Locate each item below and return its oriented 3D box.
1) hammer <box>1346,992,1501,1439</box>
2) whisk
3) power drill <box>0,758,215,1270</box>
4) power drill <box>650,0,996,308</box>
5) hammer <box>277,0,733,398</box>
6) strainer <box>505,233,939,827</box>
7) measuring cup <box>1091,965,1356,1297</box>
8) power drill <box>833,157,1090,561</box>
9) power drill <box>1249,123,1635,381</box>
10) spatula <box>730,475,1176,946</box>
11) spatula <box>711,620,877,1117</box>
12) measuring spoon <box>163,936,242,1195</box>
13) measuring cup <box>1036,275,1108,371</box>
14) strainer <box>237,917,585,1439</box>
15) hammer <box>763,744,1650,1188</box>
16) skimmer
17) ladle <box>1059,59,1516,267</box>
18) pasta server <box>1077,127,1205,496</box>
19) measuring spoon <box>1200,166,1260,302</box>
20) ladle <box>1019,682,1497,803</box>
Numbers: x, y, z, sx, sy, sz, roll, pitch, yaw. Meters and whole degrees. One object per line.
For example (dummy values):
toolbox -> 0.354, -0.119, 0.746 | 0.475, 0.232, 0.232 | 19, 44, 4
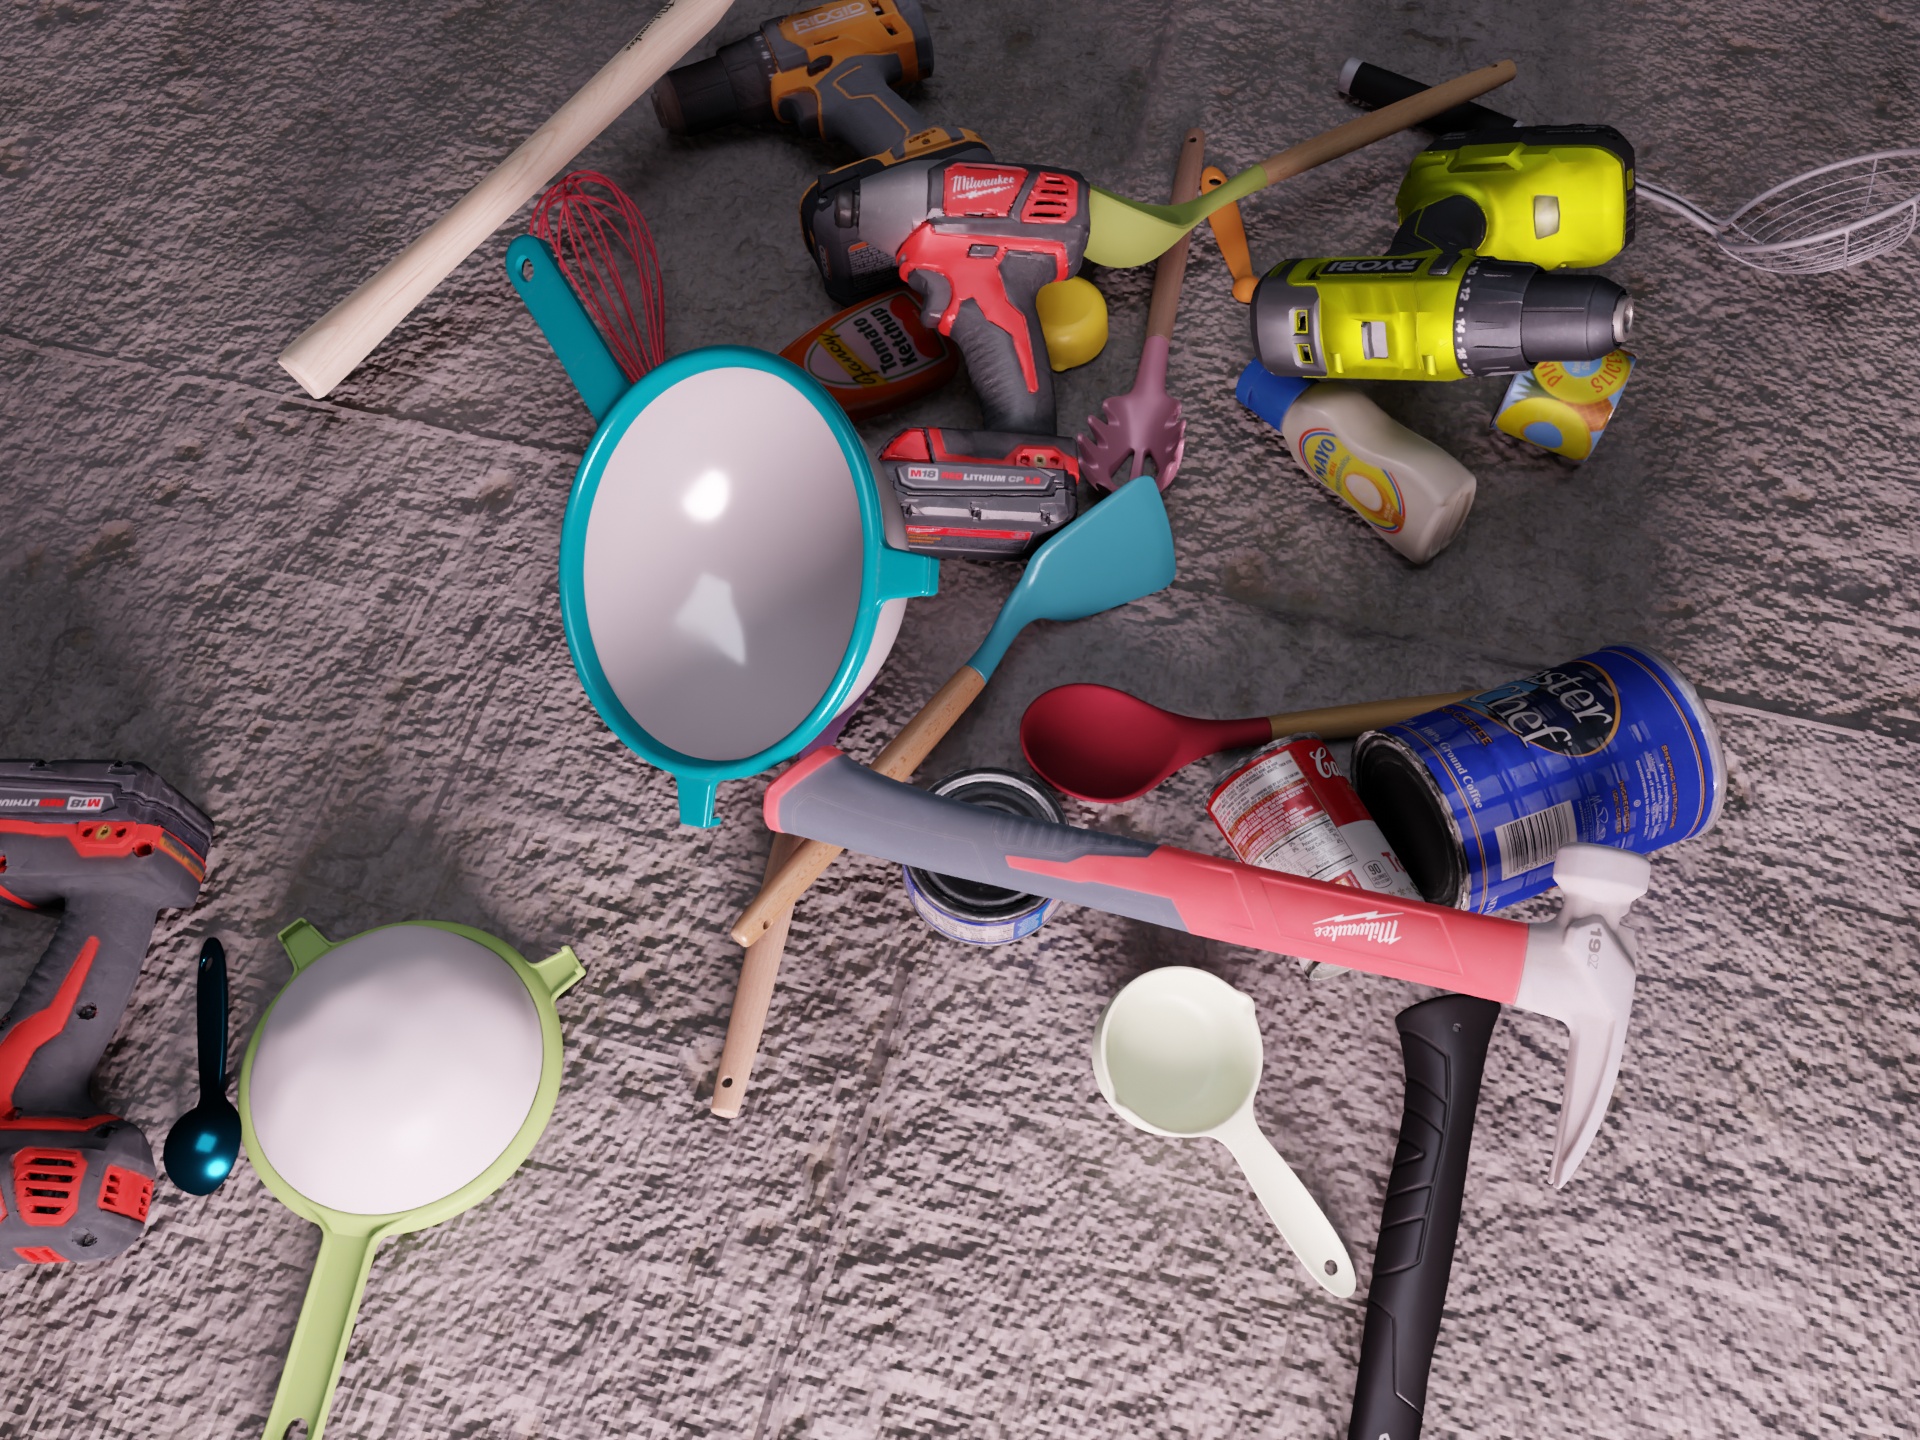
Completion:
hammer -> 0.189, 0.273, 0.670 | 0.146, 0.035, 0.335 | 15, 66, 8
whisk -> -0.183, -0.203, 0.926 | 0.073, 0.073, 0.296 | -21, 70, -11
power drill -> -0.455, 0.135, 0.733 | 0.188, 0.080, 0.227 | 0, 65, 0
power drill -> -0.084, -0.363, 0.999 | 0.185, 0.084, 0.226 | -19, 59, -7
hammer -> -0.240, -0.342, 0.944 | 0.411, 0.038, 0.146 | -49, 32, -14
strainer -> -0.132, -0.126, 0.829 | 0.211, 0.095, 0.341 | -45, 65, 27
measuring cup -> 0.123, 0.191, 0.730 | 0.083, 0.038, 0.167 | -33, 83, -17
power drill -> -0.001, -0.204, 0.874 | 0.143, 0.078, 0.220 | 3, 78, -7
power drill -> 0.291, -0.254, 0.879 | 0.191, 0.080, 0.228 | 10, 40, 35
spatula -> -0.001, -0.003, 0.809 | 0.044, 0.082, 0.317 | 26, 63, 34
spatula -> -0.085, 0.046, 0.811 | 0.060, 0.018, 0.316 | 3, 61, 14
measuring spoon -> -0.357, 0.157, 0.742 | 0.042, 0.021, 0.129 | -30, 56, 21
measuring cup -> 0.012, -0.246, 0.961 | 0.156, 0.029, 0.062 | 4, 62, 3
strainer -> -0.269, 0.197, 0.700 | 0.151, 0.069, 0.257 | 6, 60, 3
hammer -> 0.092, 0.090, 0.708 | 0.386, 0.038, 0.143 | 11, 82, 14
skimmer -> 0.414, -0.371, 0.993 | 0.363, 0.090, 0.127 | 28, 49, 16
ladle -> 0.204, -0.354, 0.970 | 0.320, 0.062, 0.078 | -26, 38, -11
pasta server -> 0.122, -0.253, 0.961 | 0.060, 0.040, 0.316 | 5, 60, 14
measuring spoon -> 0.171, -0.311, 1.006 | 0.021, 0.011, 0.117 | -7, 62, -4
ladle -> 0.186, 0.001, 0.831 | 0.315, 0.031, 0.069 | -6, 64, -5
